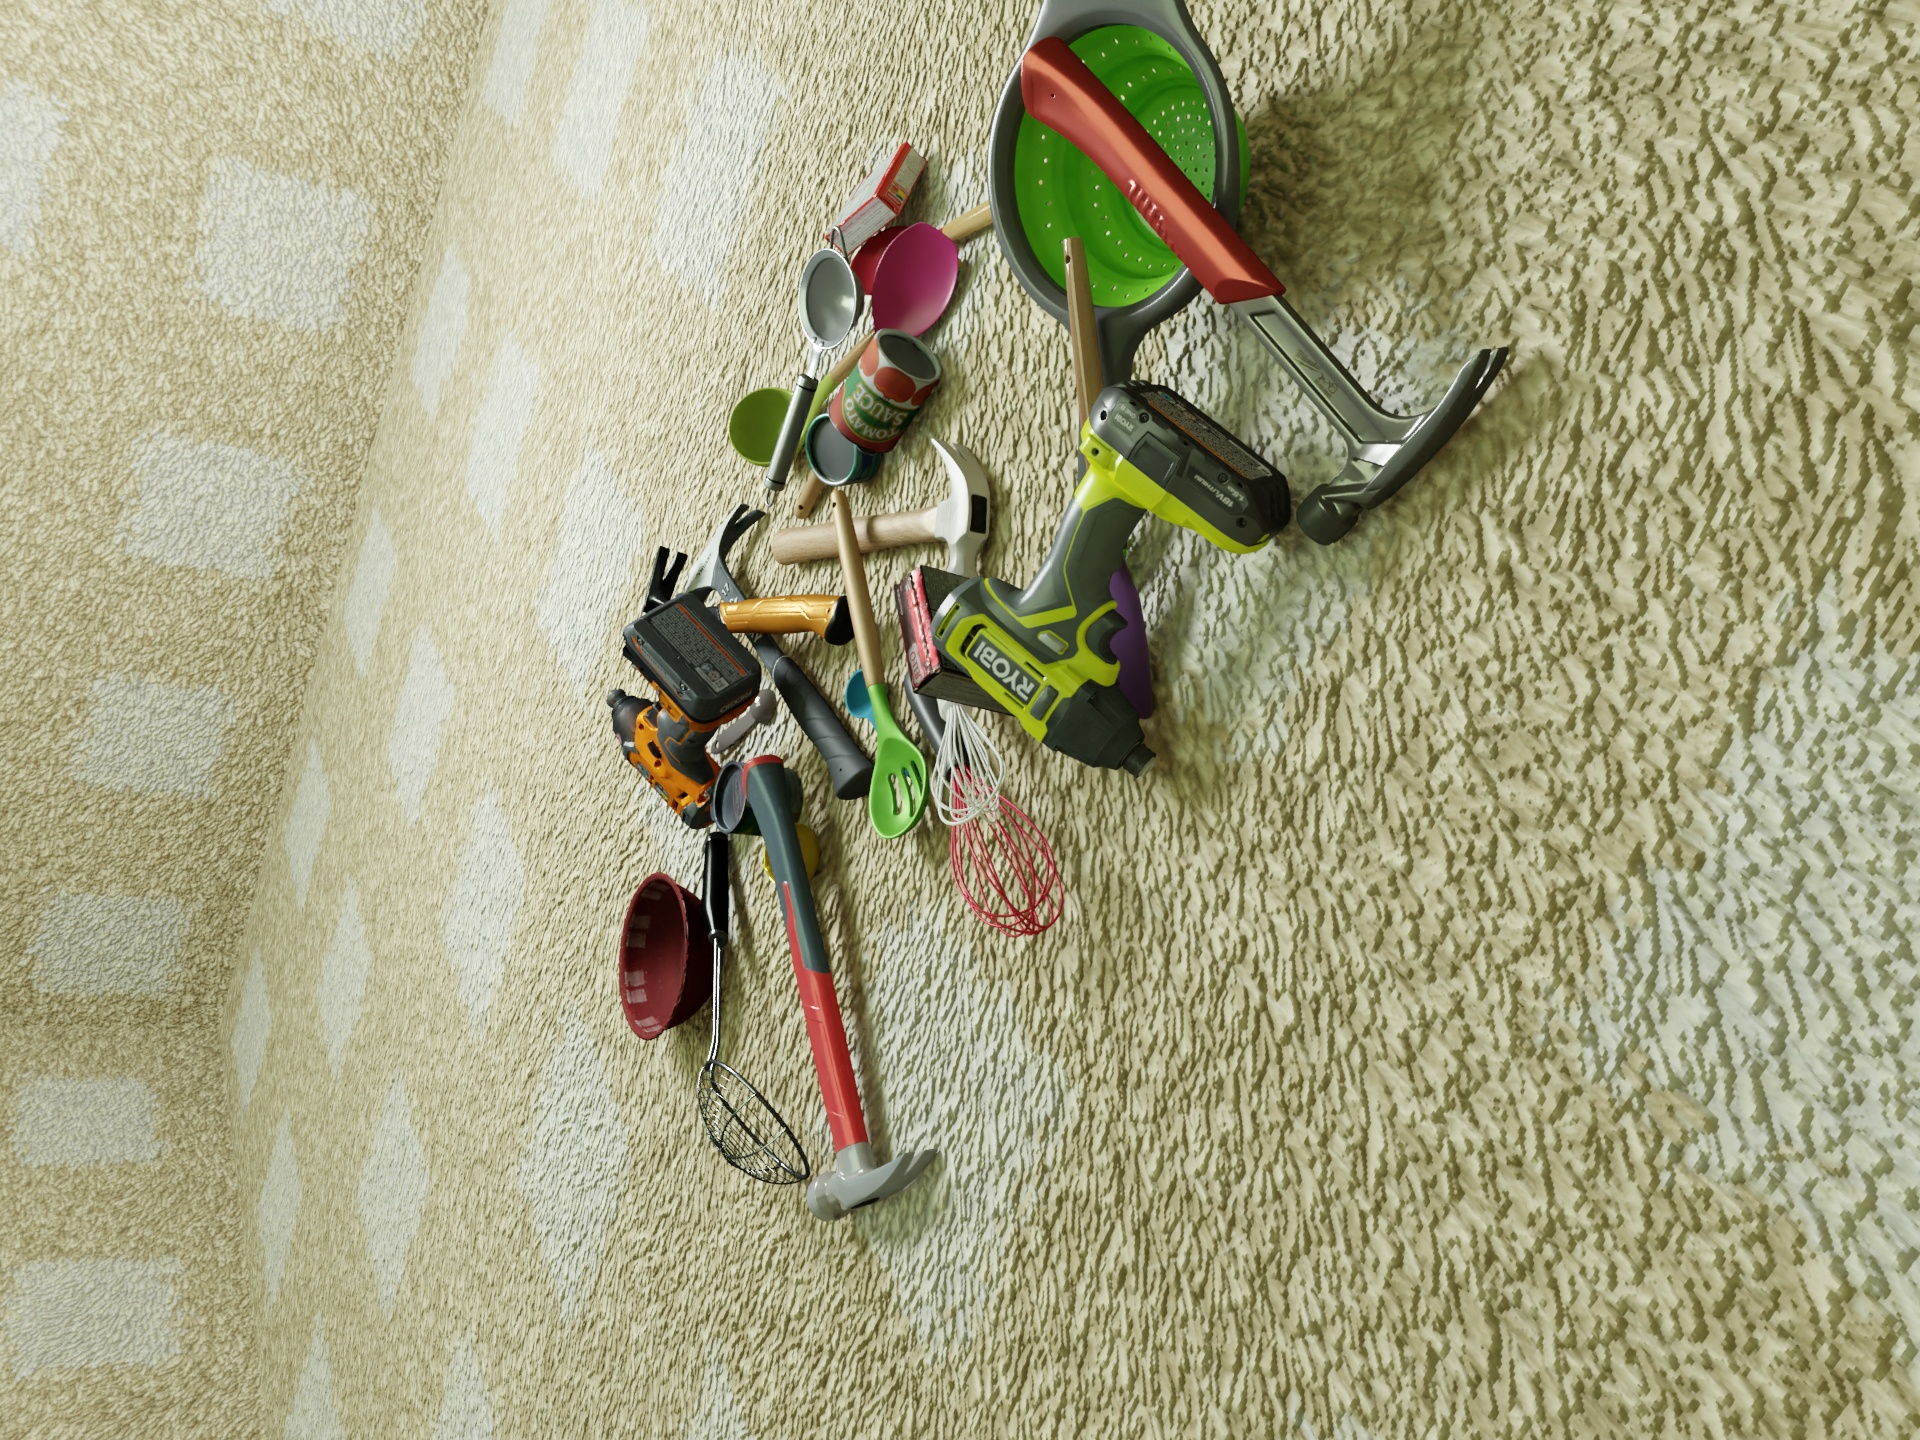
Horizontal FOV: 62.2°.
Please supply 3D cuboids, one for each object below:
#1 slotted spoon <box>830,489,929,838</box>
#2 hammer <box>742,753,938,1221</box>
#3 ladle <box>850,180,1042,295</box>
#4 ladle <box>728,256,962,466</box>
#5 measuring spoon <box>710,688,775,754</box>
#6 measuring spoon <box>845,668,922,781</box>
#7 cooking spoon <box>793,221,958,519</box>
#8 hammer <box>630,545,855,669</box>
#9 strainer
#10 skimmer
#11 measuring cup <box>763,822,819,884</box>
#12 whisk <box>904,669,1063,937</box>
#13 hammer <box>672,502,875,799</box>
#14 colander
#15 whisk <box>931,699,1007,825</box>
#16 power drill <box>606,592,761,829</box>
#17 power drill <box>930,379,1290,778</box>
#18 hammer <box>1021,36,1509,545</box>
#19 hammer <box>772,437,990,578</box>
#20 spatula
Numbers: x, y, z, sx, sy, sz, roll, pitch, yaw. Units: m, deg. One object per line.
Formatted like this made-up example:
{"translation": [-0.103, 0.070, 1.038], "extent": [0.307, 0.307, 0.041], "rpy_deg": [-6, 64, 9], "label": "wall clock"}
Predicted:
{"translation": [-0.072, -0.051, 1.301], "extent": [0.070, 0.031, 0.314], "rpy_deg": [-30, 63, 39], "label": "slotted spoon"}
{"translation": [-0.114, 0.197, 1.297], "extent": [0.143, 0.038, 0.387], "rpy_deg": [-41, 56, 43], "label": "hammer"}
{"translation": [0.005, -0.411, 1.310], "extent": [0.315, 0.031, 0.069], "rpy_deg": [-6, 67, 53], "label": "ladle"}
{"translation": [-0.107, -0.324, 1.432], "extent": [0.320, 0.062, 0.078], "rpy_deg": [-31, 72, 46], "label": "ladle"}
{"translation": [-0.217, 0.004, 1.544], "extent": [0.124, 0.018, 0.034], "rpy_deg": [-35, 54, 44], "label": "measuring spoon"}
{"translation": [-0.056, 0.007, 1.315], "extent": [0.042, 0.021, 0.129], "rpy_deg": [-56, 50, 25], "label": "measuring spoon"}
{"translation": [-0.084, -0.297, 1.401], "extent": [0.318, 0.069, 0.017], "rpy_deg": [-57, -3, 39], "label": "cooking spoon"}
{"translation": [-0.199, -0.103, 1.467], "extent": [0.337, 0.034, 0.127], "rpy_deg": [4, 79, 49], "label": "hammer"}
{"translation": [-0.132, -0.307, 1.406], "extent": [0.087, 0.050, 0.258], "rpy_deg": [41, 119, 39], "label": "strainer"}
{"translation": [-0.188, 0.241, 1.423], "extent": [0.127, 0.090, 0.364], "rpy_deg": [83, 179, -47], "label": "skimmer"}
{"translation": [-0.133, 0.162, 1.383], "extent": [0.062, 0.029, 0.157], "rpy_deg": [-38, 61, 42], "label": "measuring cup"}
{"translation": [0.007, 0.052, 1.171], "extent": [0.073, 0.073, 0.296], "rpy_deg": [-60, 34, 28], "label": "whisk"}
{"translation": [-0.167, -0.058, 1.466], "extent": [0.149, 0.036, 0.409], "rpy_deg": [-58, 41, 17], "label": "hammer"}
{"translation": [0.121, -0.282, 1.064], "extent": [0.205, 0.094, 0.397], "rpy_deg": [17, 115, 42], "label": "colander"}
{"translation": [-0.002, -0.004, 1.162], "extent": [0.059, 0.057, 0.247], "rpy_deg": [-39, 30, 18], "label": "whisk"}
{"translation": [-0.267, -0.014, 1.477], "extent": [0.164, 0.084, 0.226], "rpy_deg": [45, 146, 15], "label": "power drill"}
{"translation": [0.100, -0.084, 1.004], "extent": [0.171, 0.080, 0.223], "rpy_deg": [41, 119, 14], "label": "power drill"}
{"translation": [0.154, -0.281, 0.932], "extent": [0.359, 0.036, 0.149], "rpy_deg": [55, 134, 18], "label": "hammer"}
{"translation": [-0.076, -0.163, 1.365], "extent": [0.331, 0.031, 0.130], "rpy_deg": [3, 85, 56], "label": "hammer"}
{"translation": [0.091, -0.156, 1.048], "extent": [0.060, 0.018, 0.316], "rpy_deg": [5, 105, 54], "label": "spatula"}
